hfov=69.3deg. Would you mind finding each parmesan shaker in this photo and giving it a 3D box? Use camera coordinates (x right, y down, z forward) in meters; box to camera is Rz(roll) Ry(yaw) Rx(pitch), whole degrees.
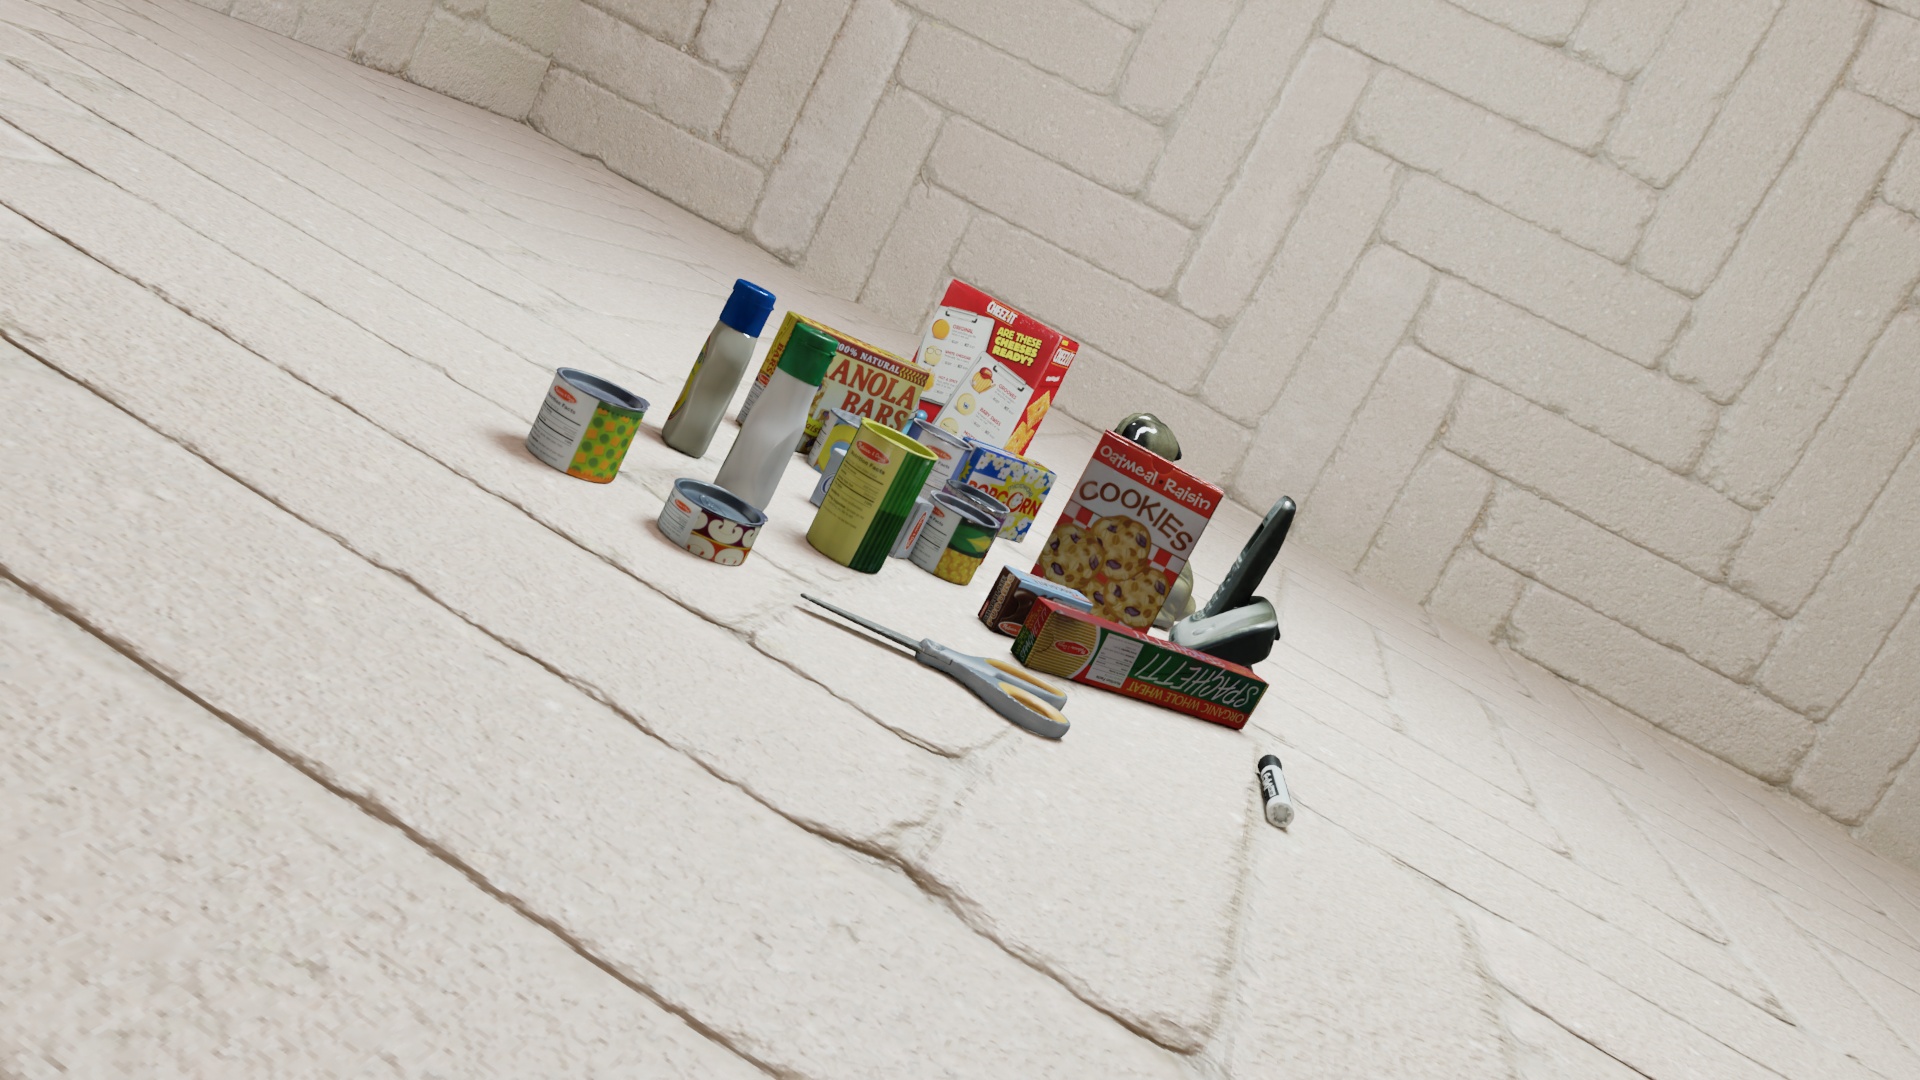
[{"bbox_3d":[-0.072,-0.035,1.084,0.071,0.103,0.071,26,11,-5],"label":"parmesan shaker"}]

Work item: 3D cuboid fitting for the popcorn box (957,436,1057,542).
[{"bbox_3d":[0.034,-0.052,1.453,0.127,0.085,0.038,15,16,-48],"label":"popcorn box"}]

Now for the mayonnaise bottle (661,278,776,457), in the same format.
[{"bbox_3d":[-0.201,-0.145,1.158,0.041,0.147,0.065,24,11,-19],"label":"mayonnaise bottle"}]

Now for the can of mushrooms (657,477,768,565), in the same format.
[{"bbox_3d":[-0.167,-0.012,0.938,0.071,0.033,0.071,26,11,-5],"label":"can of mushrooms"}]

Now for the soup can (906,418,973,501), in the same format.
[{"bbox_3d":[-0.035,-0.069,1.372,0.071,0.083,0.071,26,11,-5],"label":"soup can"}]

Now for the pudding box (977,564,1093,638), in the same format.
[{"bbox_3d":[0.061,0.056,1.120,0.084,0.049,0.030,20,13,-35],"label":"pudding box"}]

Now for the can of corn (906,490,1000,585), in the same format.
[{"bbox_3d":[-0.007,-0.001,1.198,0.071,0.058,0.071,26,11,-5],"label":"can of corn"}]

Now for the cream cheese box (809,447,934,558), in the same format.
[{"bbox_3d":[-0.077,-0.032,1.185,0.104,0.053,0.024,33,12,26],"label":"cream cheese box"}]

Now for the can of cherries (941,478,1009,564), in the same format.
[{"bbox_3d":[0.005,-0.016,1.291,0.071,0.058,0.071,26,11,-5],"label":"can of cherries"}]

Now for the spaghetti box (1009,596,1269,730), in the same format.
[{"bbox_3d":[0.149,0.102,1.115,0.250,0.050,0.029,20,13,-35],"label":"spaghetti box"}]

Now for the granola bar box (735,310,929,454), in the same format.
[{"bbox_3d":[-0.125,-0.143,1.390,0.165,0.124,0.039,18,14,-42],"label":"granola bar box"}]

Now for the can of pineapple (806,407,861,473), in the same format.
[{"bbox_3d":[-0.108,-0.089,1.357,0.071,0.057,0.071,26,11,-5],"label":"can of pineapple"}]

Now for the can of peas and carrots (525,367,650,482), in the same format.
[{"bbox_3d":[-0.258,-0.080,0.964,0.071,0.058,0.071,26,11,-5],"label":"can of peas and carrots"}]

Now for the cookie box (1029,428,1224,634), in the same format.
[{"bbox_3d":[0.151,-0.002,1.288,0.123,0.167,0.040,29,11,6],"label":"cookie box"}]

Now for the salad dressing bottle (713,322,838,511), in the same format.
[{"bbox_3d":[-0.142,-0.096,1.078,0.044,0.147,0.064,29,11,8],"label":"salad dressing bottle"}]
